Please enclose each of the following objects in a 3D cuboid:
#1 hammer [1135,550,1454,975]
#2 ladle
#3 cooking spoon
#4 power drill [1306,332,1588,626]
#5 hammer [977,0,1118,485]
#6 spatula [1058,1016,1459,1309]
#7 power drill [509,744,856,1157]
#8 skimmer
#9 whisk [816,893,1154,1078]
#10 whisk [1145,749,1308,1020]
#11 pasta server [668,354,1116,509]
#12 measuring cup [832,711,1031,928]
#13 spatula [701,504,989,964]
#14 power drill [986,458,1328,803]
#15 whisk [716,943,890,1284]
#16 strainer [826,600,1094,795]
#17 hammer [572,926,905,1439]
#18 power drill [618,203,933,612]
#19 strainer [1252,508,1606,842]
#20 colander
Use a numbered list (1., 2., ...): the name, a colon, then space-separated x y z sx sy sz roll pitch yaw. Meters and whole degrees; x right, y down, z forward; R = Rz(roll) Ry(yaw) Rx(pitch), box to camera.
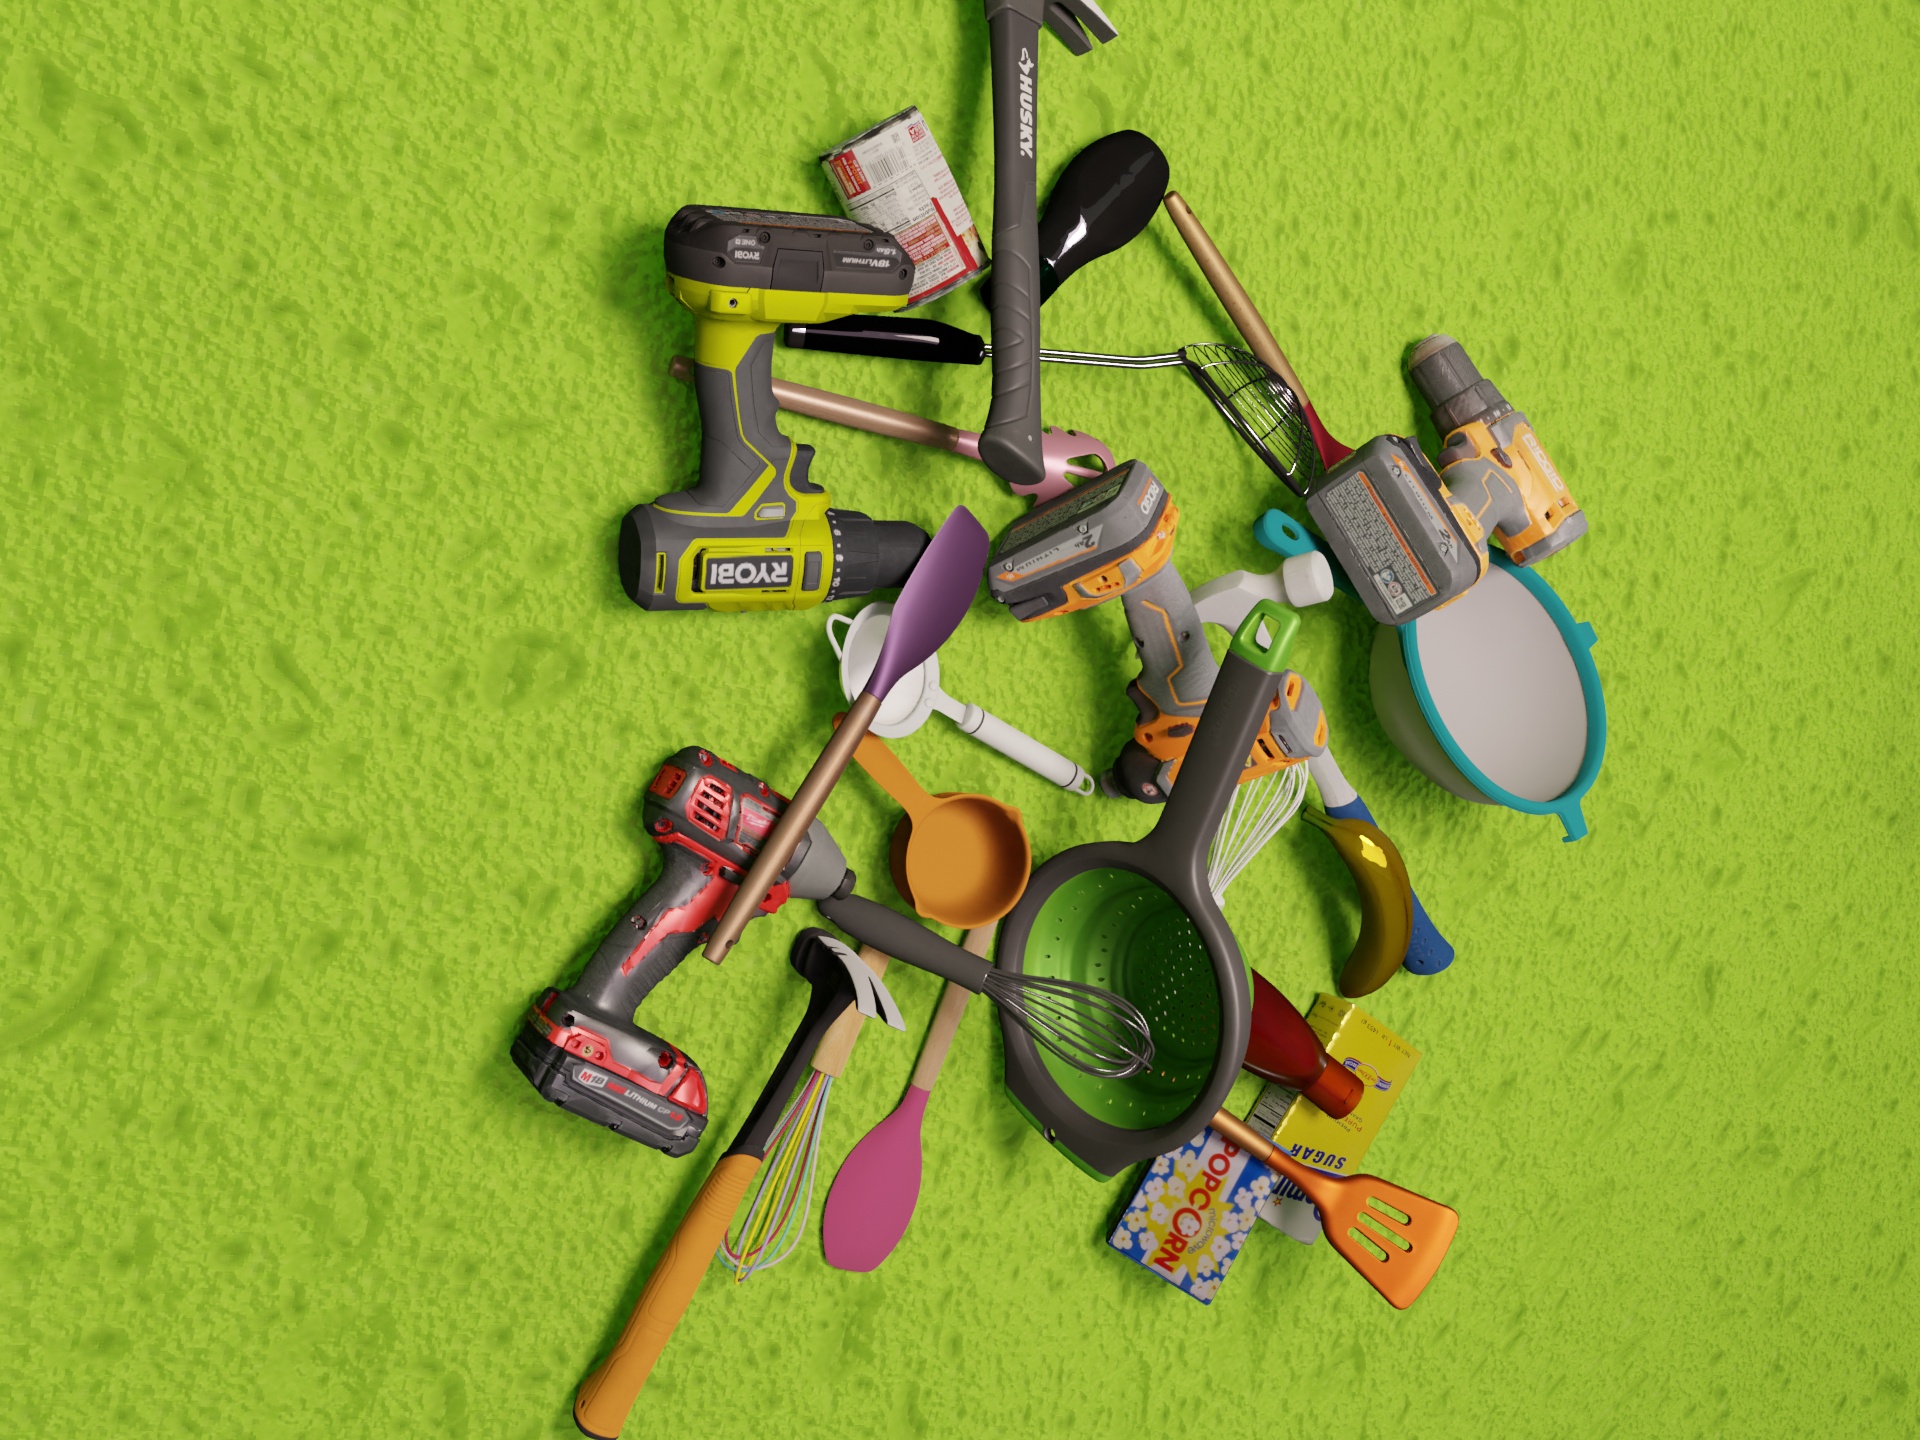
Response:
1. hammer: 0.268 0.050 1.163 0.405 0.144 0.035 55 36 -32
2. ladle: 0.225 -0.239 1.109 0.315 0.031 0.069 48 49 -31
3. cooking spoon: -0.018 0.225 1.081 0.068 0.017 0.319 22 88 -29
4. power drill: 0.338 -0.177 1.123 0.226 0.084 0.185 -26 84 -41
5. hammer: 0.037 -0.307 0.955 0.146 0.035 0.335 7 80 -43
6. spatula: 0.201 0.294 1.127 0.322 0.041 0.081 35 83 -3
7. power drill: -0.161 0.140 0.963 0.143 0.079 0.220 33 79 -27
8. skimmer: 0.064 -0.205 1.025 0.363 0.127 0.090 2 122 -17
9. whisk: 0.014 0.164 1.008 0.239 0.055 0.055 24 86 10
10. whisk: 0.179 0.117 1.128 0.057 0.059 0.246 5 113 -51
11. pasta server: -0.032 -0.184 1.006 0.316 0.040 0.060 10 93 -24
12. measuring cup: -0.030 0.059 1.033 0.095 0.052 0.173 -45 104 -15
13. spatula: -0.066 0.009 0.960 0.316 0.018 0.059 -59 138 -14
14. power drill: 0.116 -0.041 1.047 0.226 0.164 0.084 52 37 -19
15. whisk: -0.098 0.248 1.036 0.047 0.051 0.245 34 77 -53
16. strainer: -0.002 -0.003 1.041 0.258 0.050 0.087 30 65 -34
17. hammer: -0.145 0.296 0.981 0.034 0.127 0.337 29 90 -27
18. power drill: -0.095 -0.172 0.925 0.190 0.080 0.228 -4 116 -26
19. strainer: 0.325 -0.049 1.168 0.340 0.095 0.211 28 59 -21
20. colander: 0.152 0.108 1.032 0.094 0.205 0.397 -1 118 -45
